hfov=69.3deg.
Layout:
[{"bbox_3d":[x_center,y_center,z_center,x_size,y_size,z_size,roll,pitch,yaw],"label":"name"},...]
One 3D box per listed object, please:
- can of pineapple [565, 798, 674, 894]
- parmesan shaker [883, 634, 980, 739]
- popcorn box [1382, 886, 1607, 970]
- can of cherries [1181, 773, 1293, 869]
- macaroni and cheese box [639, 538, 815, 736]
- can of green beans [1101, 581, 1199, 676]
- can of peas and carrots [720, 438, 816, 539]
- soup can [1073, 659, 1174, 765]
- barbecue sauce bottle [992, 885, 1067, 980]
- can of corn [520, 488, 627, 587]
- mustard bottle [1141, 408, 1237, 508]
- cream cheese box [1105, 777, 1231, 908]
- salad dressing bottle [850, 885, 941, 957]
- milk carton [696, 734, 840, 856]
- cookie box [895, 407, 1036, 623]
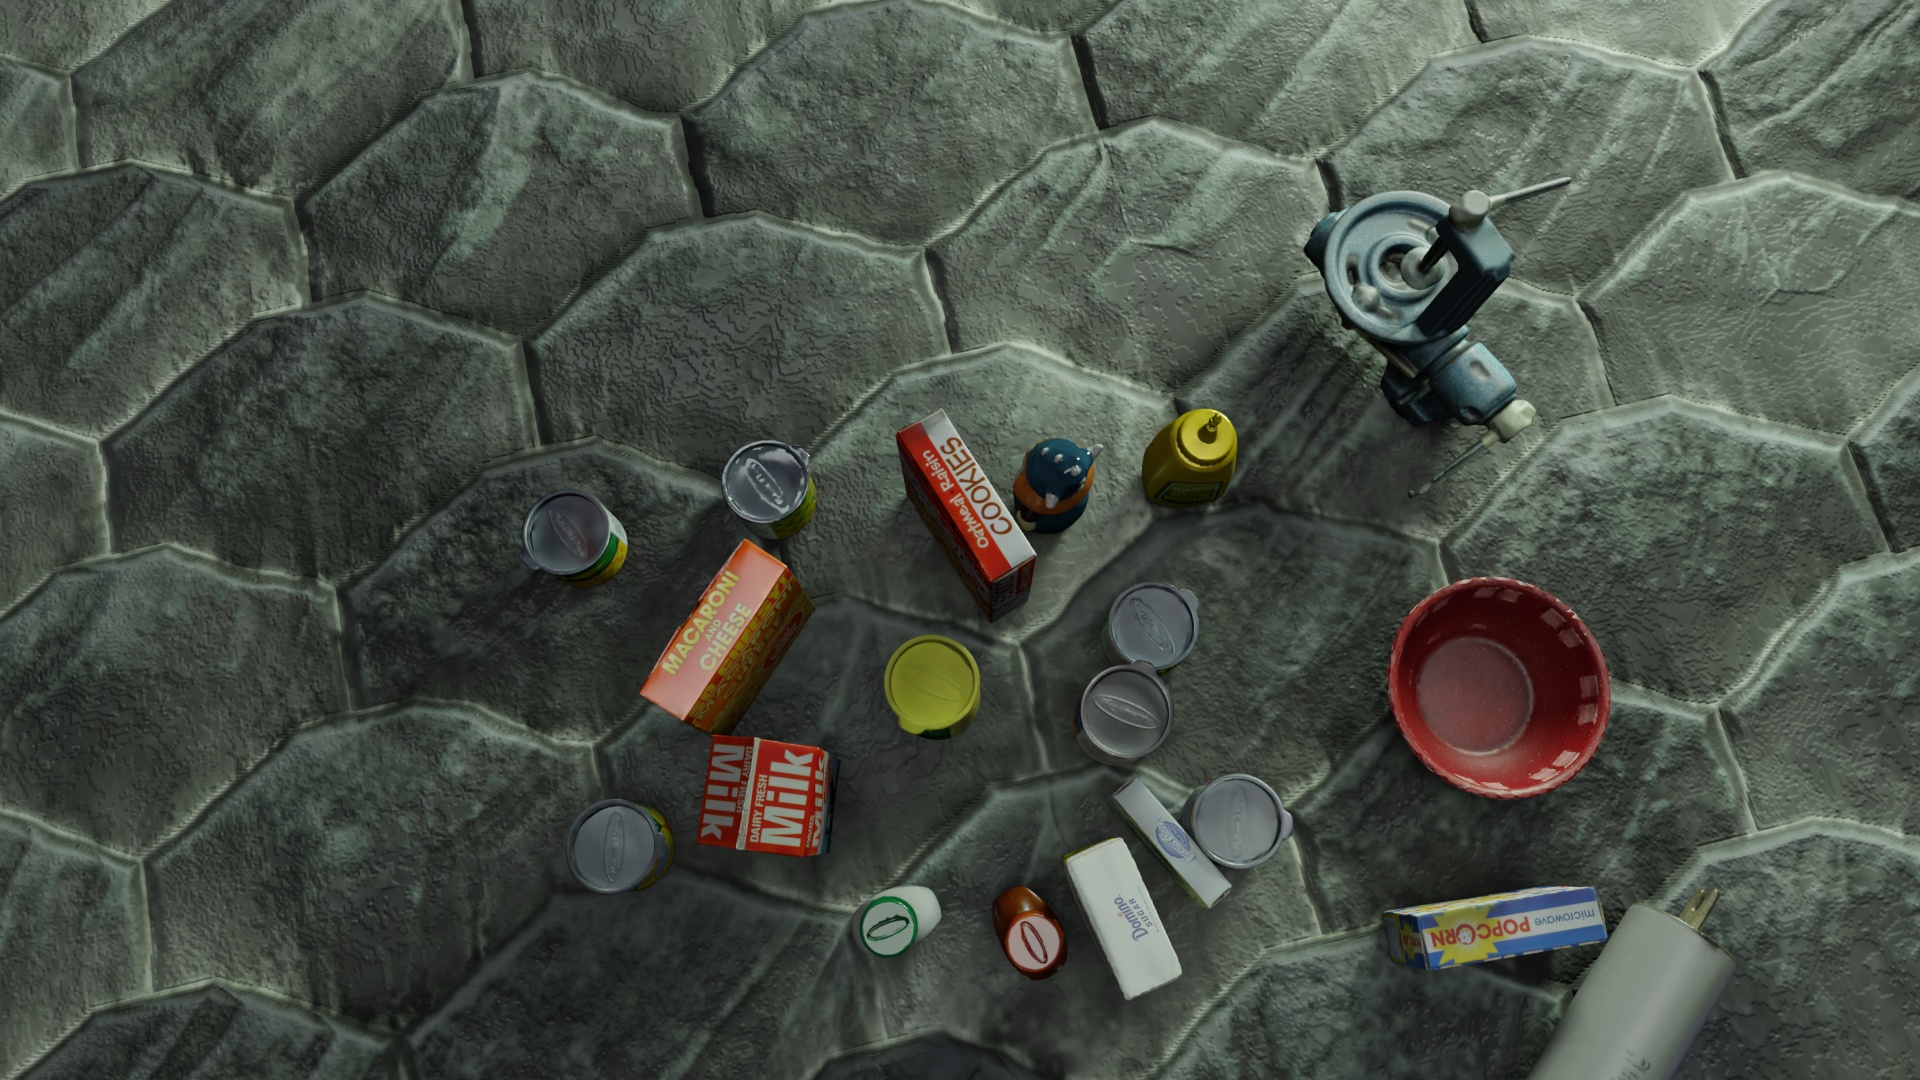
[{"bbox_3d":[-0.243,0.222,1.005,0.071,0.057,0.071,0,77,1],"label":"can of pineapple"},{"bbox_3d":[-0.021,0.111,1.007,0.071,0.103,0.071,0,77,1],"label":"parmesan shaker"},{"bbox_3d":[0.372,0.270,0.974,0.127,0.085,0.038,-9,77,-1],"label":"popcorn box"},{"bbox_3d":[0.199,0.204,1.005,0.071,0.058,0.071,0,77,1],"label":"can of cherries"},{"bbox_3d":[-0.161,0.075,0.984,0.040,0.166,0.124,32,79,7],"label":"macaroni and cheese box"},{"bbox_3d":[0.141,0.068,1.038,0.071,0.057,0.071,0,77,1],"label":"can of green beans"},{"bbox_3d":[-0.144,-0.040,1.066,0.071,0.058,0.071,0,77,1],"label":"can of peas and carrots"},{"bbox_3d":[0.118,0.126,1.011,0.071,0.083,0.071,0,77,1],"label":"soup can"},{"bbox_3d":[0.048,0.269,0.945,0.044,0.148,0.065,-27,78,-5],"label":"barbecue sauce bottle"},{"bbox_3d":[-0.295,0.001,1.058,0.071,0.058,0.071,0,77,1],"label":"can of corn"},{"bbox_3d":[0.171,-0.063,1.017,0.065,0.160,0.049,0,77,1],"label":"mustard bottle"},{"bbox_3d":[0.150,0.218,1.005,0.024,0.053,0.104,-40,80,-8],"label":"cream cheese box"},{"bbox_3d":[-0.046,0.261,0.948,0.064,0.147,0.044,-20,78,-4],"label":"salad dressing bottle"},{"bbox_3d":[-0.130,0.175,0.947,0.073,0.190,0.072,6,77,2],"label":"milk carton"},{"bbox_3d":[0.004,-0.013,1.003,0.040,0.167,0.123,-32,79,-6],"label":"cookie box"}]
